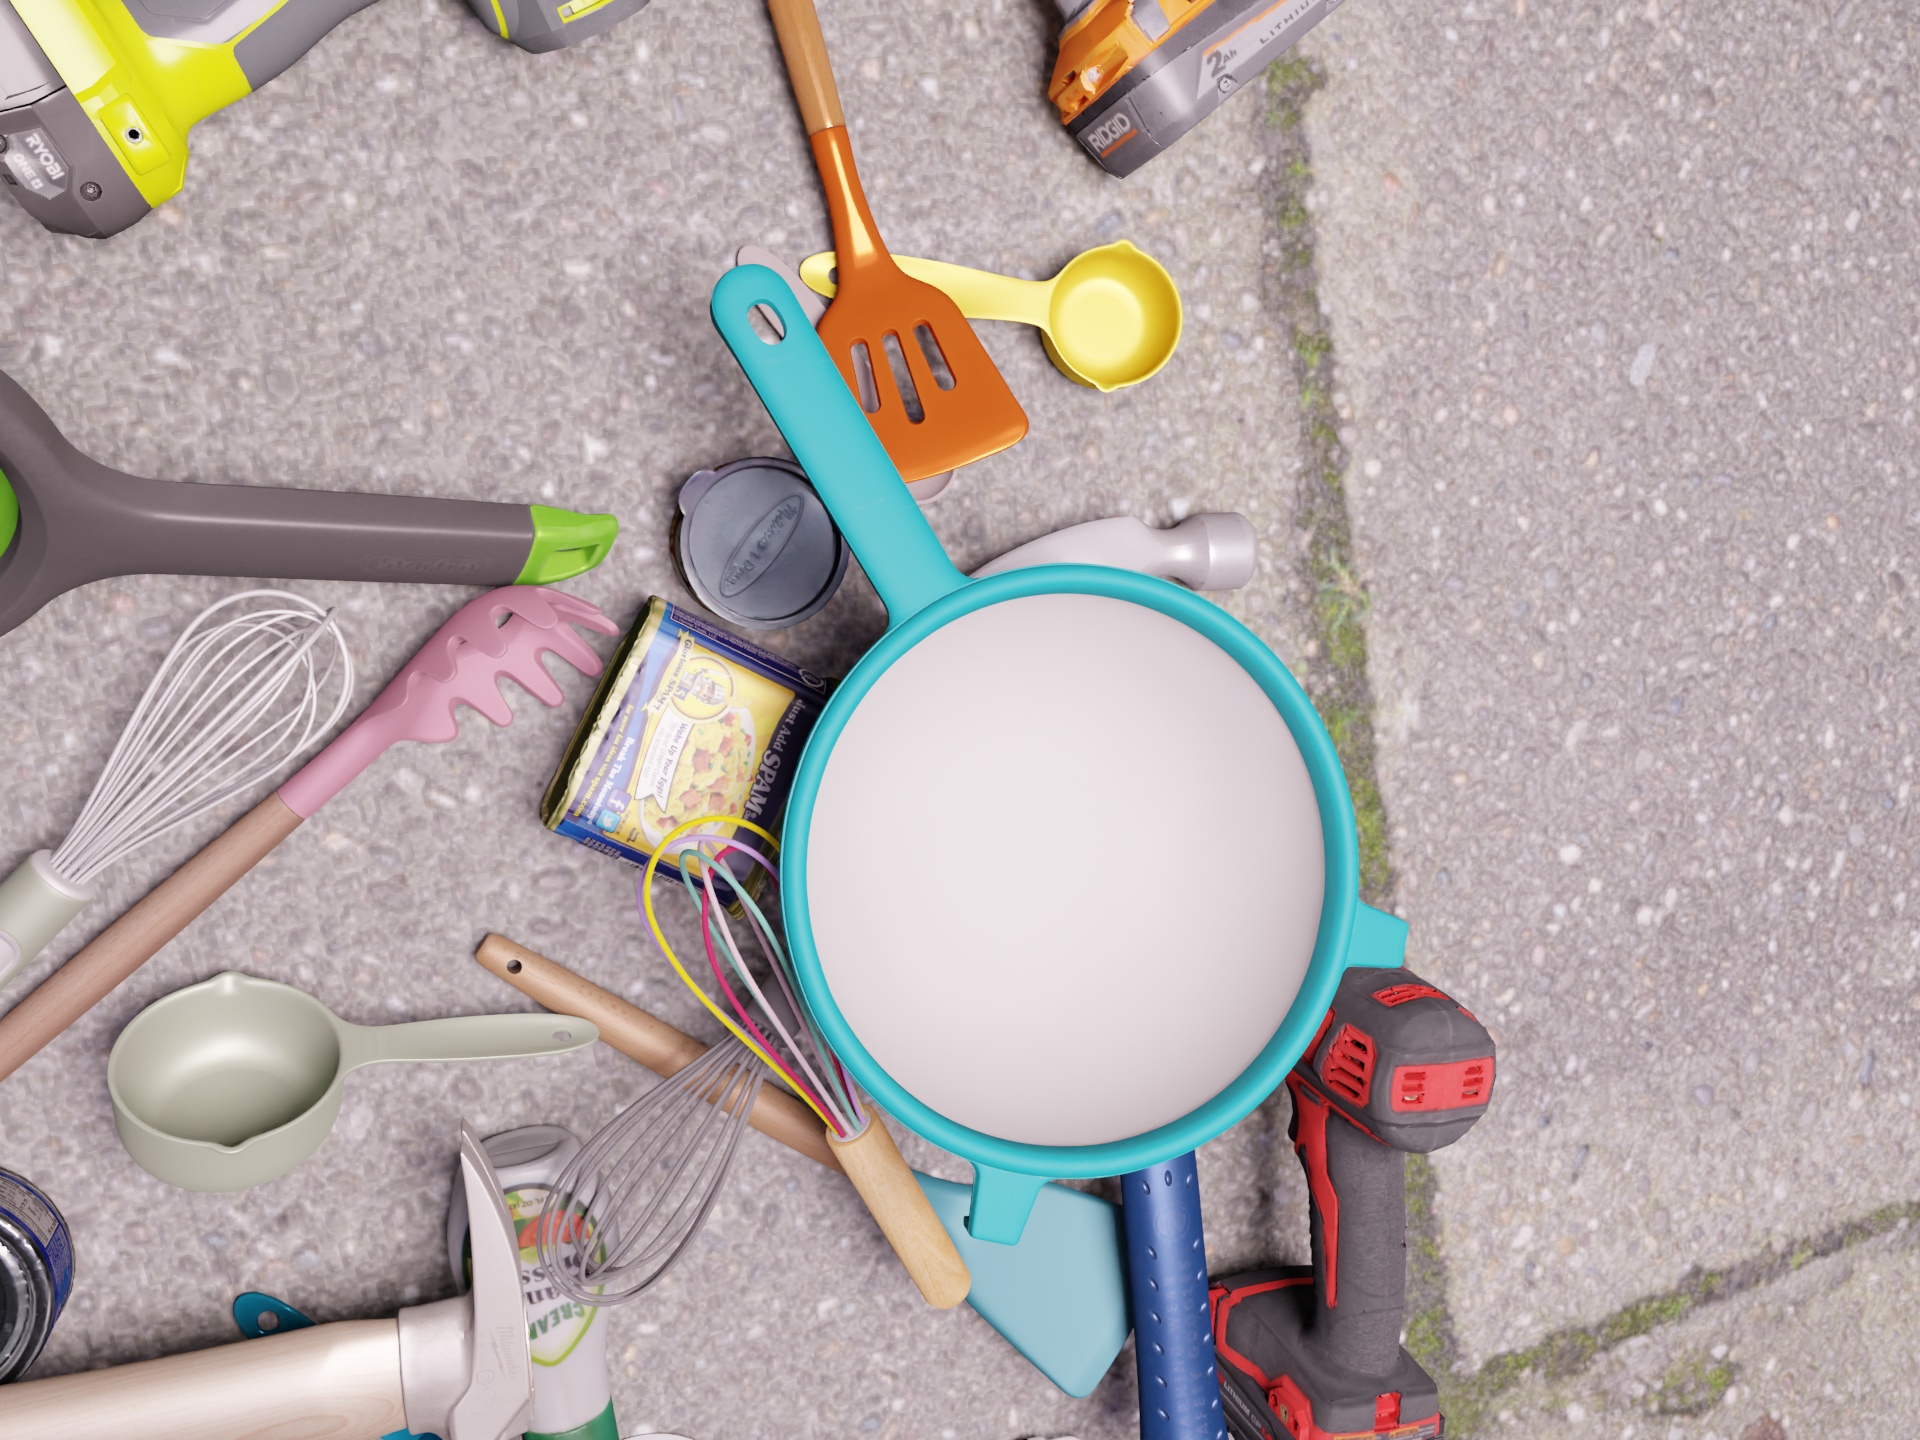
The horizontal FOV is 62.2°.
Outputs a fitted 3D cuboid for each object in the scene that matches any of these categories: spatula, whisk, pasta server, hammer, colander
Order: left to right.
[{"bbox_3d":[-0.355,0.234,0.526,0.410,0.038,0.146,-5,98,-16],"label":"hammer"},{"bbox_3d":[-0.308,-0.094,0.510,0.397,0.204,0.095,-1,62,-34],"label":"colander"},{"bbox_3d":[-0.303,0.048,0.548,0.246,0.059,0.057,-45,112,0],"label":"whisk"},{"bbox_3d":[-0.259,0.054,0.574,0.316,0.060,0.040,-42,74,-7],"label":"pasta server"},{"bbox_3d":[-0.078,0.118,0.618,0.055,0.055,0.239,44,65,-18],"label":"whisk"},{"bbox_3d":[-0.056,-0.248,0.598,0.081,0.041,0.322,-17,98,-3],"label":"spatula"},{"bbox_3d":[-0.057,0.171,0.652,0.317,0.044,0.082,34,80,-18],"label":"spatula"},{"bbox_3d":[-0.046,0.134,0.591,0.047,0.051,0.244,-49,126,-38],"label":"whisk"},{"bbox_3d":[0.071,0.118,0.664,0.144,0.035,0.405,-5,89,-17],"label":"hammer"}]

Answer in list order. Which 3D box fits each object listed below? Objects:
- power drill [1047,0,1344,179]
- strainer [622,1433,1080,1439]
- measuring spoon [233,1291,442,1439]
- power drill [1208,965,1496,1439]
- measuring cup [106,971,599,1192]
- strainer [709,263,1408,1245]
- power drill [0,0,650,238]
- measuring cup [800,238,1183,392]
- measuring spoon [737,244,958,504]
[{"bbox_3d":[0.052,-0.347,0.609,0.164,0.084,0.226,-42,103,-10],"label":"power drill"},{"bbox_3d":[-0.063,0.336,0.673,0.258,0.050,0.087,-3,83,-22],"label":"strainer"},{"bbox_3d":[-0.230,0.263,0.623,0.128,0.021,0.042,43,83,-9],"label":"measuring spoon"},{"bbox_3d":[0.155,0.201,0.682,0.078,0.143,0.219,-1,103,-20],"label":"power drill"},{"bbox_3d":[-0.218,0.131,0.584,0.167,0.083,0.038,0,127,-26],"label":"measuring cup"},{"bbox_3d":[-0.001,-0.002,0.582,0.211,0.095,0.340,-32,94,-15],"label":"strainer"},{"bbox_3d":[-0.231,-0.270,0.507,0.223,0.080,0.171,-34,125,-13],"label":"power drill"},{"bbox_3d":[0.012,-0.170,0.650,0.156,0.029,0.062,7,93,-7],"label":"measuring cup"},{"bbox_3d":[-0.047,-0.138,0.637,0.034,0.018,0.124,-41,100,-8],"label":"measuring spoon"}]
